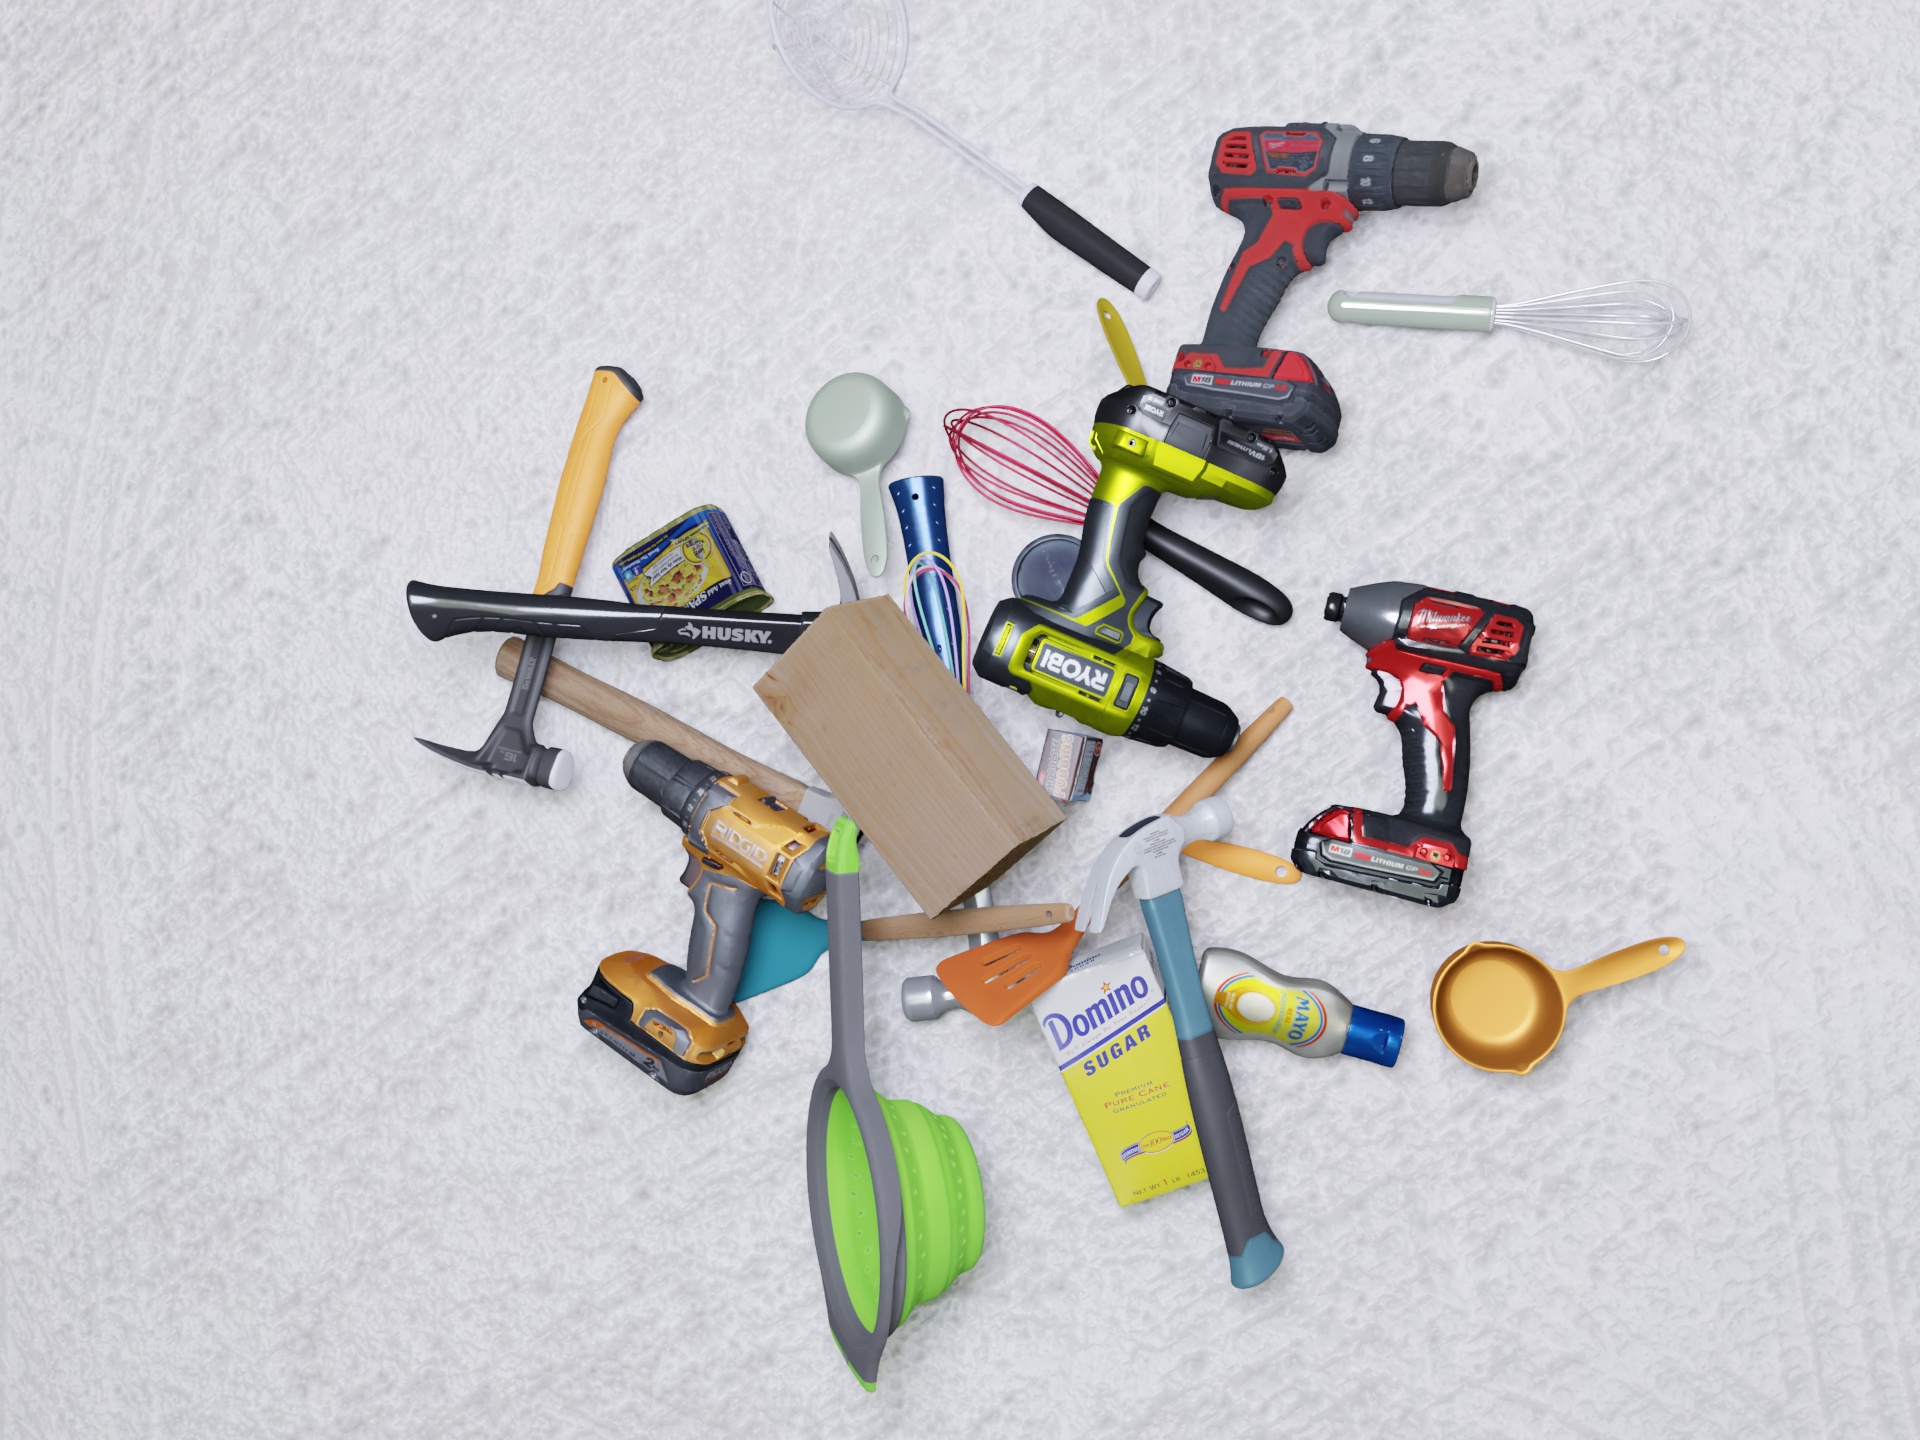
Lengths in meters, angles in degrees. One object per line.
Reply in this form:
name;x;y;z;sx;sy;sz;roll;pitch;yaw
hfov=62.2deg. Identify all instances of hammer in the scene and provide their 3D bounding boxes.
hammer;0.001;0.016;1.197;0.144;0.035;0.405;-9;86;11
hammer;-0.236;-0.077;1.174;0.334;0.035;0.146;4;115;-6
hammer;0.167;0.228;1.098;0.128;0.033;0.331;-16;94;-25
hammer;-0.321;-0.119;1.244;0.127;0.034;0.337;12;82;17
hammer;-0.221;0.018;1.240;0.331;0.031;0.130;25;99;13

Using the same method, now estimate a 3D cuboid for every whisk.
whisk;0.114;-0.151;1.172;0.296;0.073;0.073;31;94;6
whisk;0.000;-0.004;1.159;0.047;0.051;0.245;-13;88;5
whisk;0.386;-0.288;1.128;0.246;0.058;0.059;7;120;15

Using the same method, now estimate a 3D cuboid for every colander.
colander;-0.044;0.264;1.135;0.094;0.204;0.397;-3;96;-20

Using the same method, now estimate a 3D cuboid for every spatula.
spatula;-0.055;0.156;1.166;0.317;0.044;0.082;-11;86;36
spatula;0.121;0.094;1.139;0.322;0.041;0.081;-45;41;-6

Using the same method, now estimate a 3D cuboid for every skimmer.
skimmer;0.009;-0.447;1.185;0.363;0.090;0.127;39;64;8

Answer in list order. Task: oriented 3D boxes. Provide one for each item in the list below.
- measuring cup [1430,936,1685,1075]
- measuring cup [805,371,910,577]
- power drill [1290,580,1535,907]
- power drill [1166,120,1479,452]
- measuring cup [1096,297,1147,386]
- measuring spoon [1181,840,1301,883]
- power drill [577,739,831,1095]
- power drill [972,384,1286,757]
measuring cup;0.411;0.182;1.102;0.173;0.052;0.095;-21;84;8
measuring cup;-0.077;-0.187;1.193;0.083;0.038;0.168;-17;66;21
power drill;0.308;0.012;1.118;0.143;0.078;0.220;14;88;11
power drill;0.250;-0.310;1.120;0.188;0.080;0.227;13;88;30
measuring cup;0.124;-0.244;1.186;0.029;0.062;0.157;-42;60;51
measuring spoon;0.192;0.099;1.168;0.117;0.011;0.021;15;91;11
power drill;-0.207;0.140;1.192;0.185;0.084;0.226;31;105;18
power drill;0.135;-0.098;1.106;0.190;0.080;0.228;22;92;-5
